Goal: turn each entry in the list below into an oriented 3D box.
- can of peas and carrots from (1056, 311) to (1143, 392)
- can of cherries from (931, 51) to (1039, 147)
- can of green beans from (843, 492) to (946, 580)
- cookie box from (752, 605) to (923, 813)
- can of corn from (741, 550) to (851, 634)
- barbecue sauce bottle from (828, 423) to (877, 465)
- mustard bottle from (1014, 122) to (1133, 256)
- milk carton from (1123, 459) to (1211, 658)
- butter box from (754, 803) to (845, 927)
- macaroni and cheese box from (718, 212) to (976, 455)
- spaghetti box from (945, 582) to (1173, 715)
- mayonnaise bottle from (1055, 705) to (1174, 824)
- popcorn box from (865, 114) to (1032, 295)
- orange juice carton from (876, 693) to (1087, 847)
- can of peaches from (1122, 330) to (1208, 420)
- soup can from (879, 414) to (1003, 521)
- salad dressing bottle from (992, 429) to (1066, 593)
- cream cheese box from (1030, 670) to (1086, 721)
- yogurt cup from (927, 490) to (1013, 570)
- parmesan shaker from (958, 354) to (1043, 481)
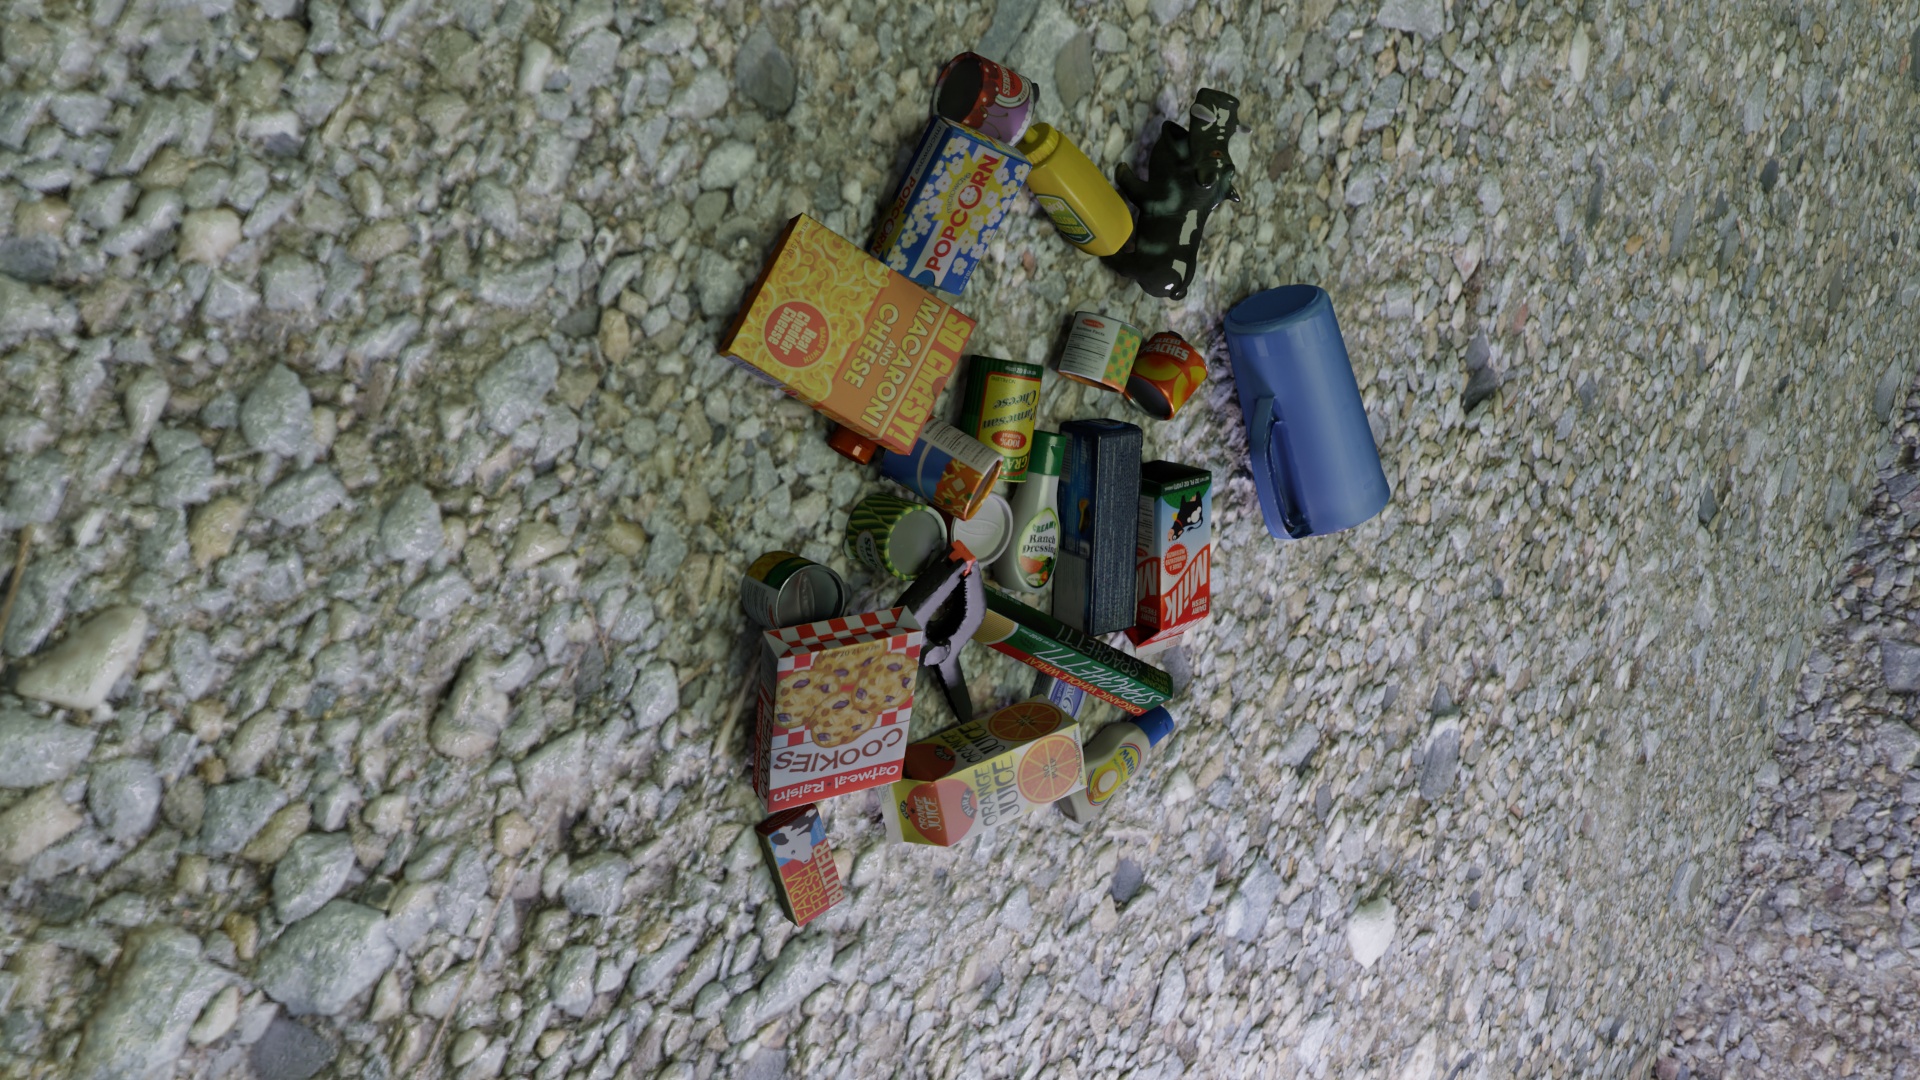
[{"bbox_3d":[0.129,-0.172,1.278,0.071,0.071,0.058,18,91,-40],"label":"can of peas and carrots"},{"bbox_3d":[0.020,-0.360,1.137,0.058,0.071,0.071,12,95,-39],"label":"can of cherries"},{"bbox_3d":[-0.054,-0.003,1.179,0.071,0.058,0.071,-11,109,-36],"label":"can of green beans"},{"bbox_3d":[-0.102,0.138,1.135,0.123,0.040,0.166,-9,128,-25],"label":"cookie box"},{"bbox_3d":[-0.134,0.045,1.128,0.071,0.058,0.071,-11,109,-36],"label":"can of corn"},{"bbox_3d":[-0.058,-0.135,1.151,0.065,0.043,0.148,33,81,-33],"label":"barbecue sauce bottle"},{"bbox_3d":[0.088,-0.314,1.206,0.160,0.065,0.049,42,76,-38],"label":"mustard bottle"},{"bbox_3d":[0.198,0.022,1.379,0.072,0.073,0.189,-14,110,-36],"label":"milk carton"},{"bbox_3d":[-0.139,0.281,1.209,0.053,0.024,0.103,-28,118,-30],"label":"butter box"},{"bbox_3d":[-0.086,-0.159,1.091,0.166,0.040,0.124,29,83,-20],"label":"macaroni and cheese box"},{"bbox_3d":[0.097,0.105,1.304,0.250,0.050,0.029,27,47,-29],"label":"spaghetti box"},{"bbox_3d":[0.157,0.222,1.419,0.149,0.041,0.064,-36,120,-26],"label":"mayonnaise bottle"},{"bbox_3d":[-0.010,-0.270,1.126,0.085,0.038,0.126,10,120,-40],"label":"popcorn box"},{"bbox_3d":[0.015,0.216,1.272,0.193,0.073,0.071,-19,114,-22],"label":"orange juice carton"},{"bbox_3d":[0.193,-0.158,1.331,0.058,0.071,0.071,-49,127,-17],"label":"can of peaches"},{"bbox_3d":[-0.016,-0.061,1.165,0.071,0.084,0.071,-56,169,-17],"label":"soup can"},{"bbox_3d":[0.067,-0.027,1.280,0.064,0.044,0.147,3,100,-40],"label":"salad dressing bottle"},{"bbox_3d":[0.097,0.151,1.364,0.053,0.024,0.104,20,89,-41],"label":"cream cheese box"},{"bbox_3d":[0.004,-0.015,1.226,0.072,0.054,0.072,-12,109,-36],"label":"yogurt cup"},{"bbox_3d":[0.031,-0.108,1.216,0.071,0.071,0.103,2,100,-39],"label":"parmesan shaker"}]
